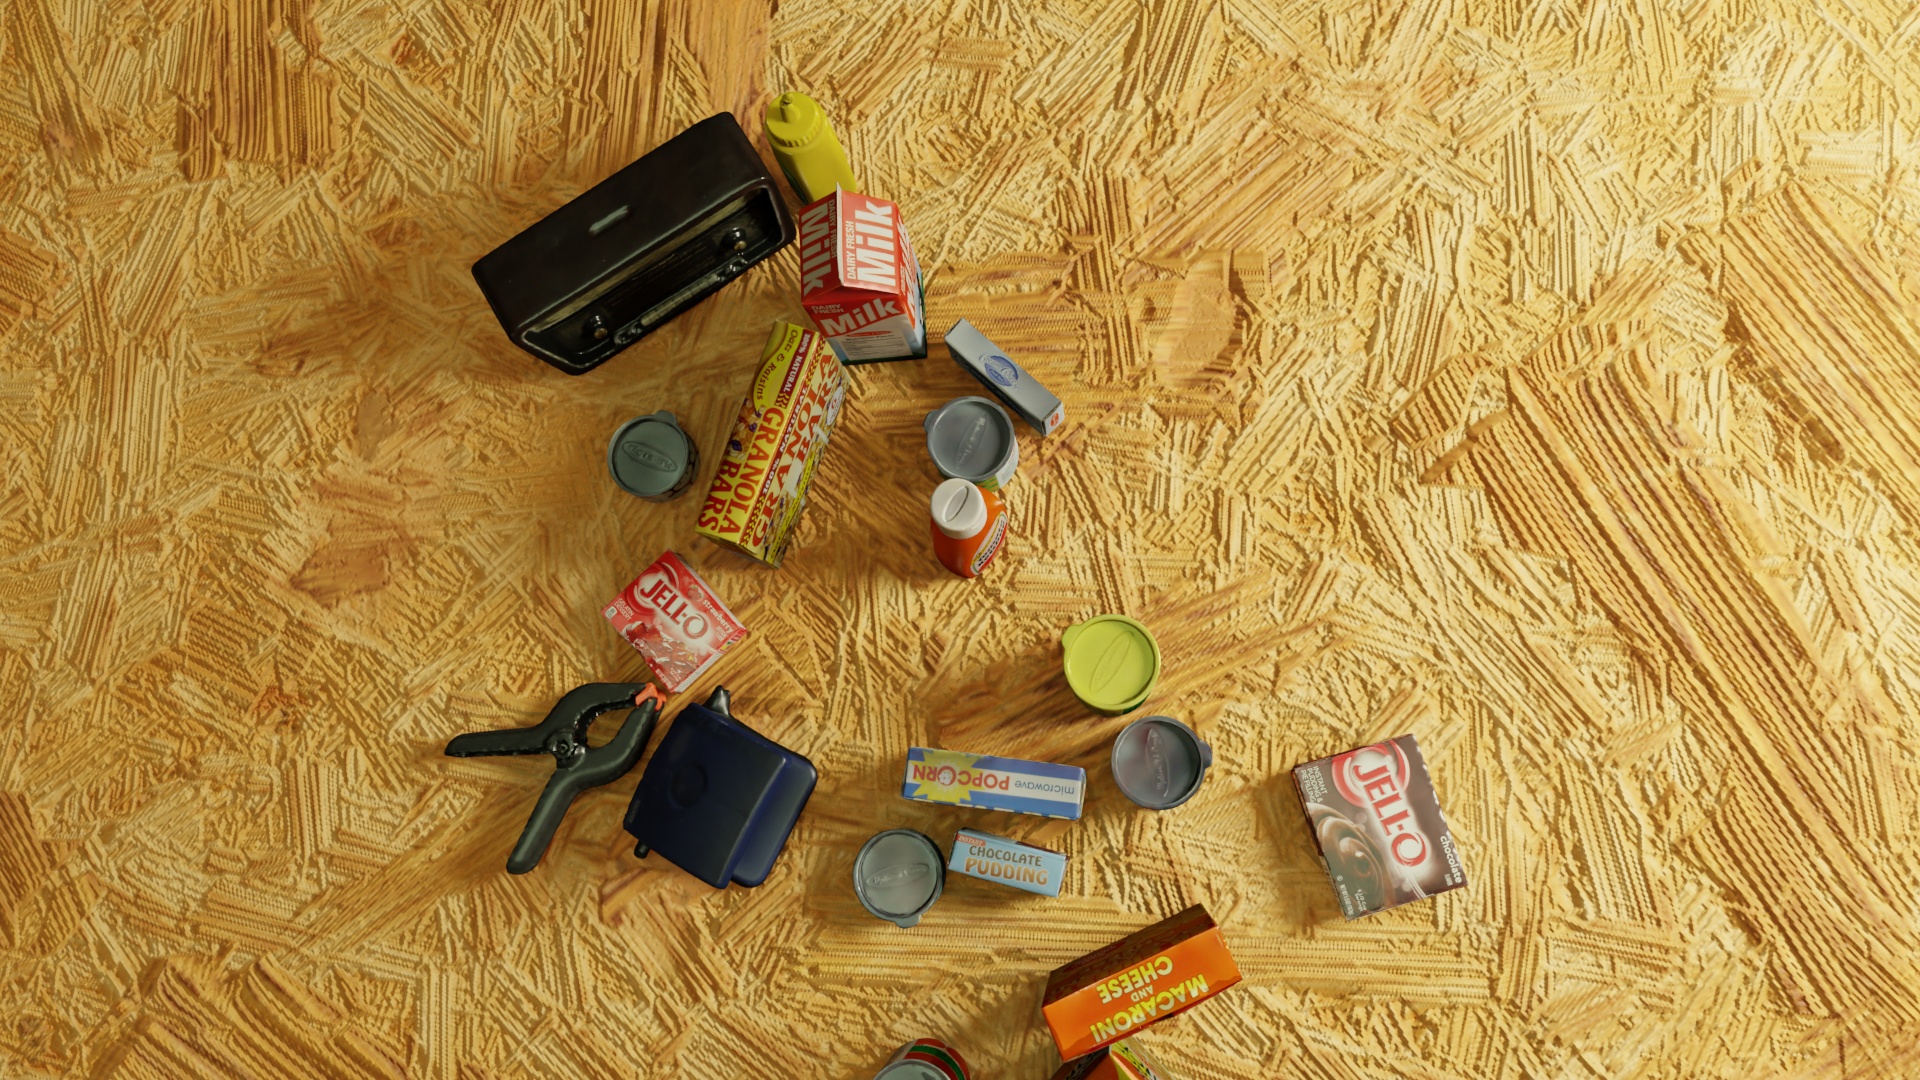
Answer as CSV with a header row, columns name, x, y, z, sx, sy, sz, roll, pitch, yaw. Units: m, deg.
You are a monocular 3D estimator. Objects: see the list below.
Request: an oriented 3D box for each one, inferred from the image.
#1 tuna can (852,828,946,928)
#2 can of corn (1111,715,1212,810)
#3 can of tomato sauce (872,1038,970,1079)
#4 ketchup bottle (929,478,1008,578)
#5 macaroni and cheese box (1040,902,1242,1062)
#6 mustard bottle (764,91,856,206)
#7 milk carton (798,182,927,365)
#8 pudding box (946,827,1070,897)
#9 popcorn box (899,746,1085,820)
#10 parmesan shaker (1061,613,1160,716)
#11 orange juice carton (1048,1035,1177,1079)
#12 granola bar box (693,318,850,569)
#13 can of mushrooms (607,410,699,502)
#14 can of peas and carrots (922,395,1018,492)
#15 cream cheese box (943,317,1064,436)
name,x,y,z,sx,sy,sz,roll,pitch,yaw
tuna can,-0.044,0.248,1.022,0.071,0.033,0.071,-1,80,6
can of corn,0.145,0.161,1.005,0.071,0.058,0.071,-1,80,6
can of tomato sauce,-0.027,0.390,0.969,0.071,0.083,0.071,-1,80,6
ketchup bottle,0.004,-0.013,1.005,0.043,0.148,0.065,29,85,10
macaroni and cheese box,0.120,0.292,0.929,0.124,0.166,0.040,-25,79,1
mustard bottle,-0.120,-0.304,1.064,0.049,0.160,0.065,-34,79,0
milk carton,-0.073,-0.192,1.023,0.073,0.190,0.072,-4,80,5
pudding box,0.036,0.233,1.008,0.084,0.049,0.030,13,82,8
popcorn box,0.026,0.175,1.001,0.127,0.085,0.038,6,81,7
parmesan shaker,0.106,0.090,0.999,0.071,0.103,0.071,-1,80,6
orange juice carton,0.100,0.375,0.903,0.073,0.192,0.072,43,87,11
granola bar box,-0.137,-0.068,1.041,0.039,0.124,0.165,19,83,9
can of mushrooms,-0.241,-0.066,1.098,0.071,0.033,0.071,-1,80,6
can of peas and carrots,0.008,-0.072,1.061,0.071,0.058,0.071,-1,80,6
cream cheese box,0.034,-0.125,1.070,0.104,0.053,0.024,42,87,11
